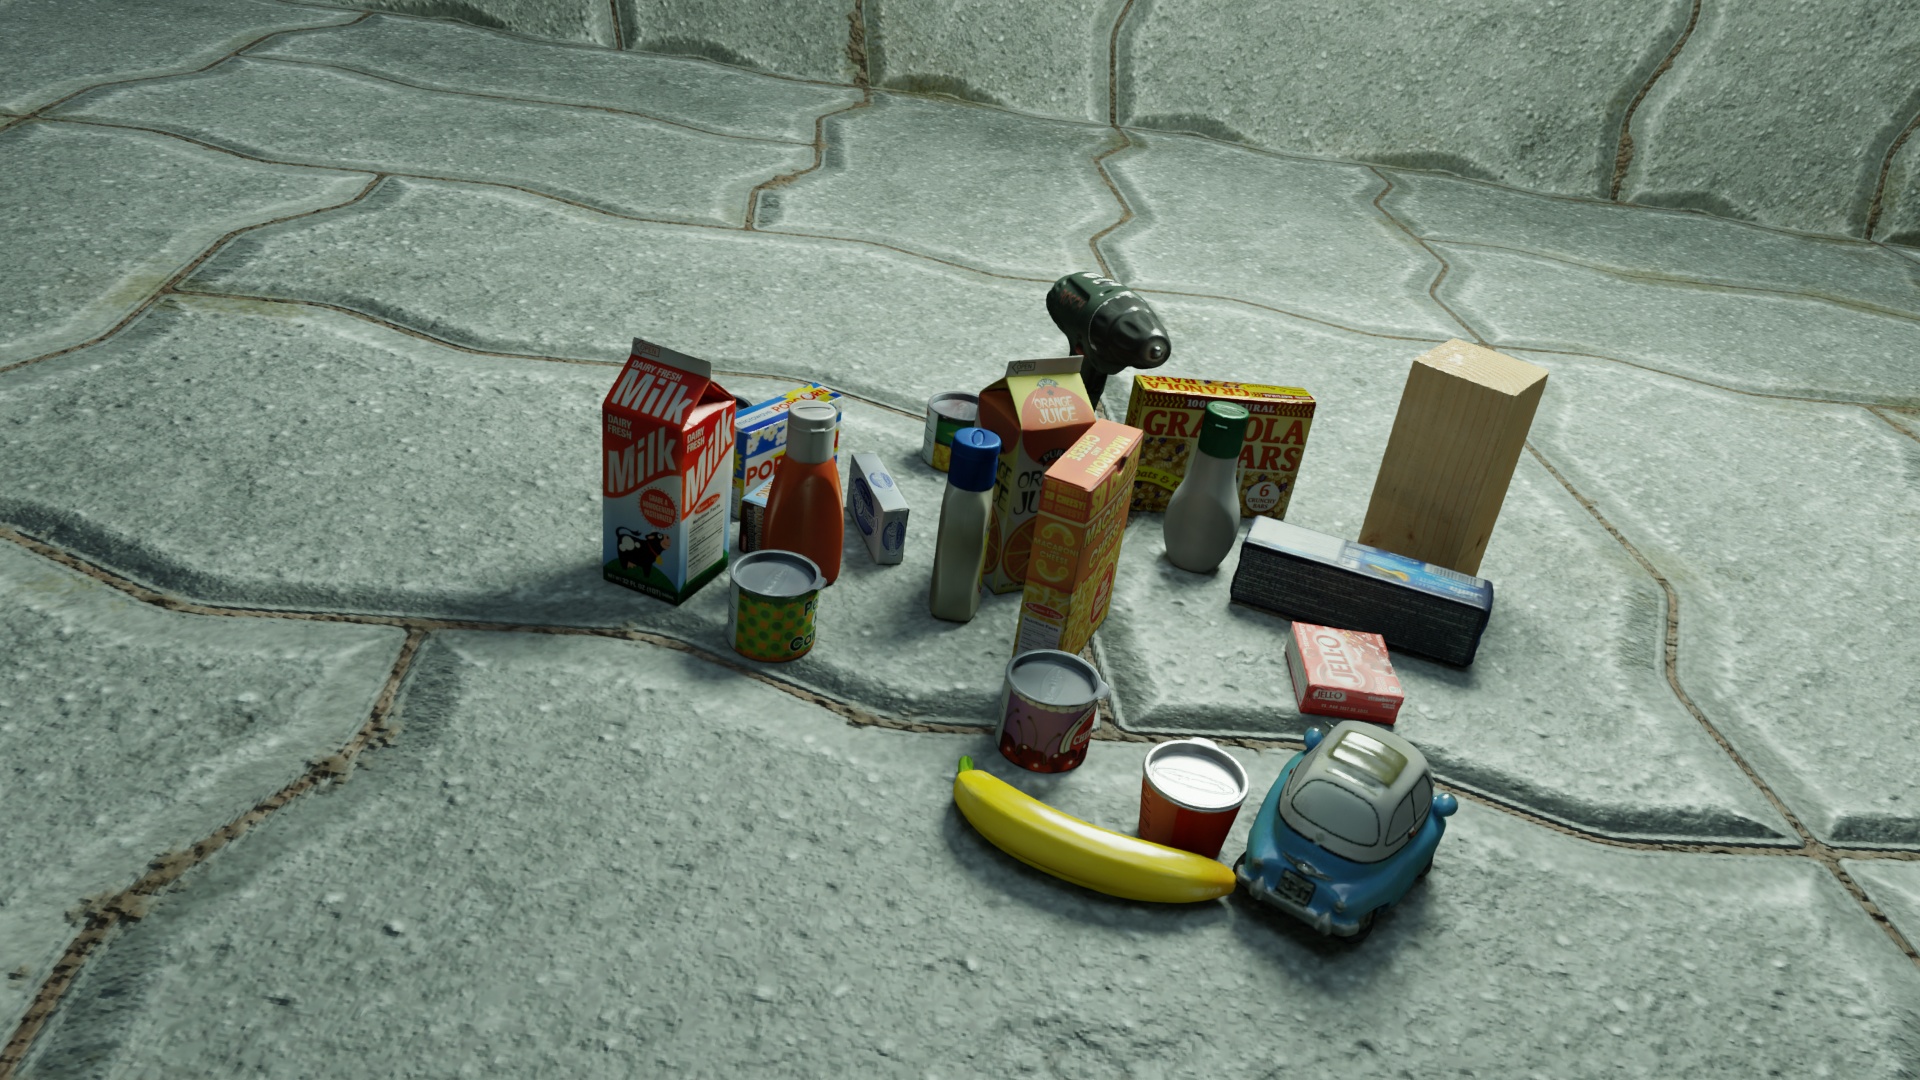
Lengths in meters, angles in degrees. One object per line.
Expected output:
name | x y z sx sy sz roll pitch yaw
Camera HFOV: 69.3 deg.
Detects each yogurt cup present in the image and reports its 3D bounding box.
yogurt cup | 0.145 0.168 0.885 0.072 0.053 0.073 7 29 -4

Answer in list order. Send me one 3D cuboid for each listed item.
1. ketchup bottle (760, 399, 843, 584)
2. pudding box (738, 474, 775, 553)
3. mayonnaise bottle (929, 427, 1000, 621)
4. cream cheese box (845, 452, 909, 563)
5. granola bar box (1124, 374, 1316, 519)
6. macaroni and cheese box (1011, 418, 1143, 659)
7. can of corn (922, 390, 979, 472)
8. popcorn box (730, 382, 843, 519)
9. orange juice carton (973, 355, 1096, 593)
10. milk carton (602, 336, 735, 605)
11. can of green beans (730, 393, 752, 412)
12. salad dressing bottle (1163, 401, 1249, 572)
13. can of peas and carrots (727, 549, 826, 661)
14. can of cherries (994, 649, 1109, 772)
ketchup bottle | -0.120 -0.035 1.080 0.065 0.148 0.044 -4 31 -21
pudding box | -0.151 -0.025 1.157 0.030 0.049 0.084 17 30 16
mayonnaise bottle | 0.004 -0.013 1.076 0.041 0.147 0.065 9 29 0
cream cheese box | -0.071 -0.028 1.179 0.024 0.053 0.104 -3 31 -20
granola bar box | 0.234 -0.085 1.289 0.166 0.123 0.039 3 29 -10
macaroni and cheese box | 0.089 0.007 1.042 0.040 0.165 0.124 18 30 18
can of corn | 0.001 -0.103 1.326 0.071 0.058 0.071 7 29 -4
popcorn box | -0.159 -0.080 1.215 0.038 0.084 0.127 25 33 27
orange juice carton | 0.055 -0.060 1.126 0.072 0.191 0.073 -8 33 -27
milk carton | -0.220 -0.056 1.049 0.072 0.189 0.074 18 30 18
can of green beans | -0.222 -0.095 1.254 0.071 0.057 0.071 7 29 -4
salad dressing bottle | 0.214 -0.045 1.189 0.064 0.147 0.044 17 30 16
can of peas and carrots | -0.135 0.048 1.020 0.071 0.058 0.071 7 29 -4
can of cherries | 0.062 0.117 0.949 0.071 0.058 0.072 7 29 -4
